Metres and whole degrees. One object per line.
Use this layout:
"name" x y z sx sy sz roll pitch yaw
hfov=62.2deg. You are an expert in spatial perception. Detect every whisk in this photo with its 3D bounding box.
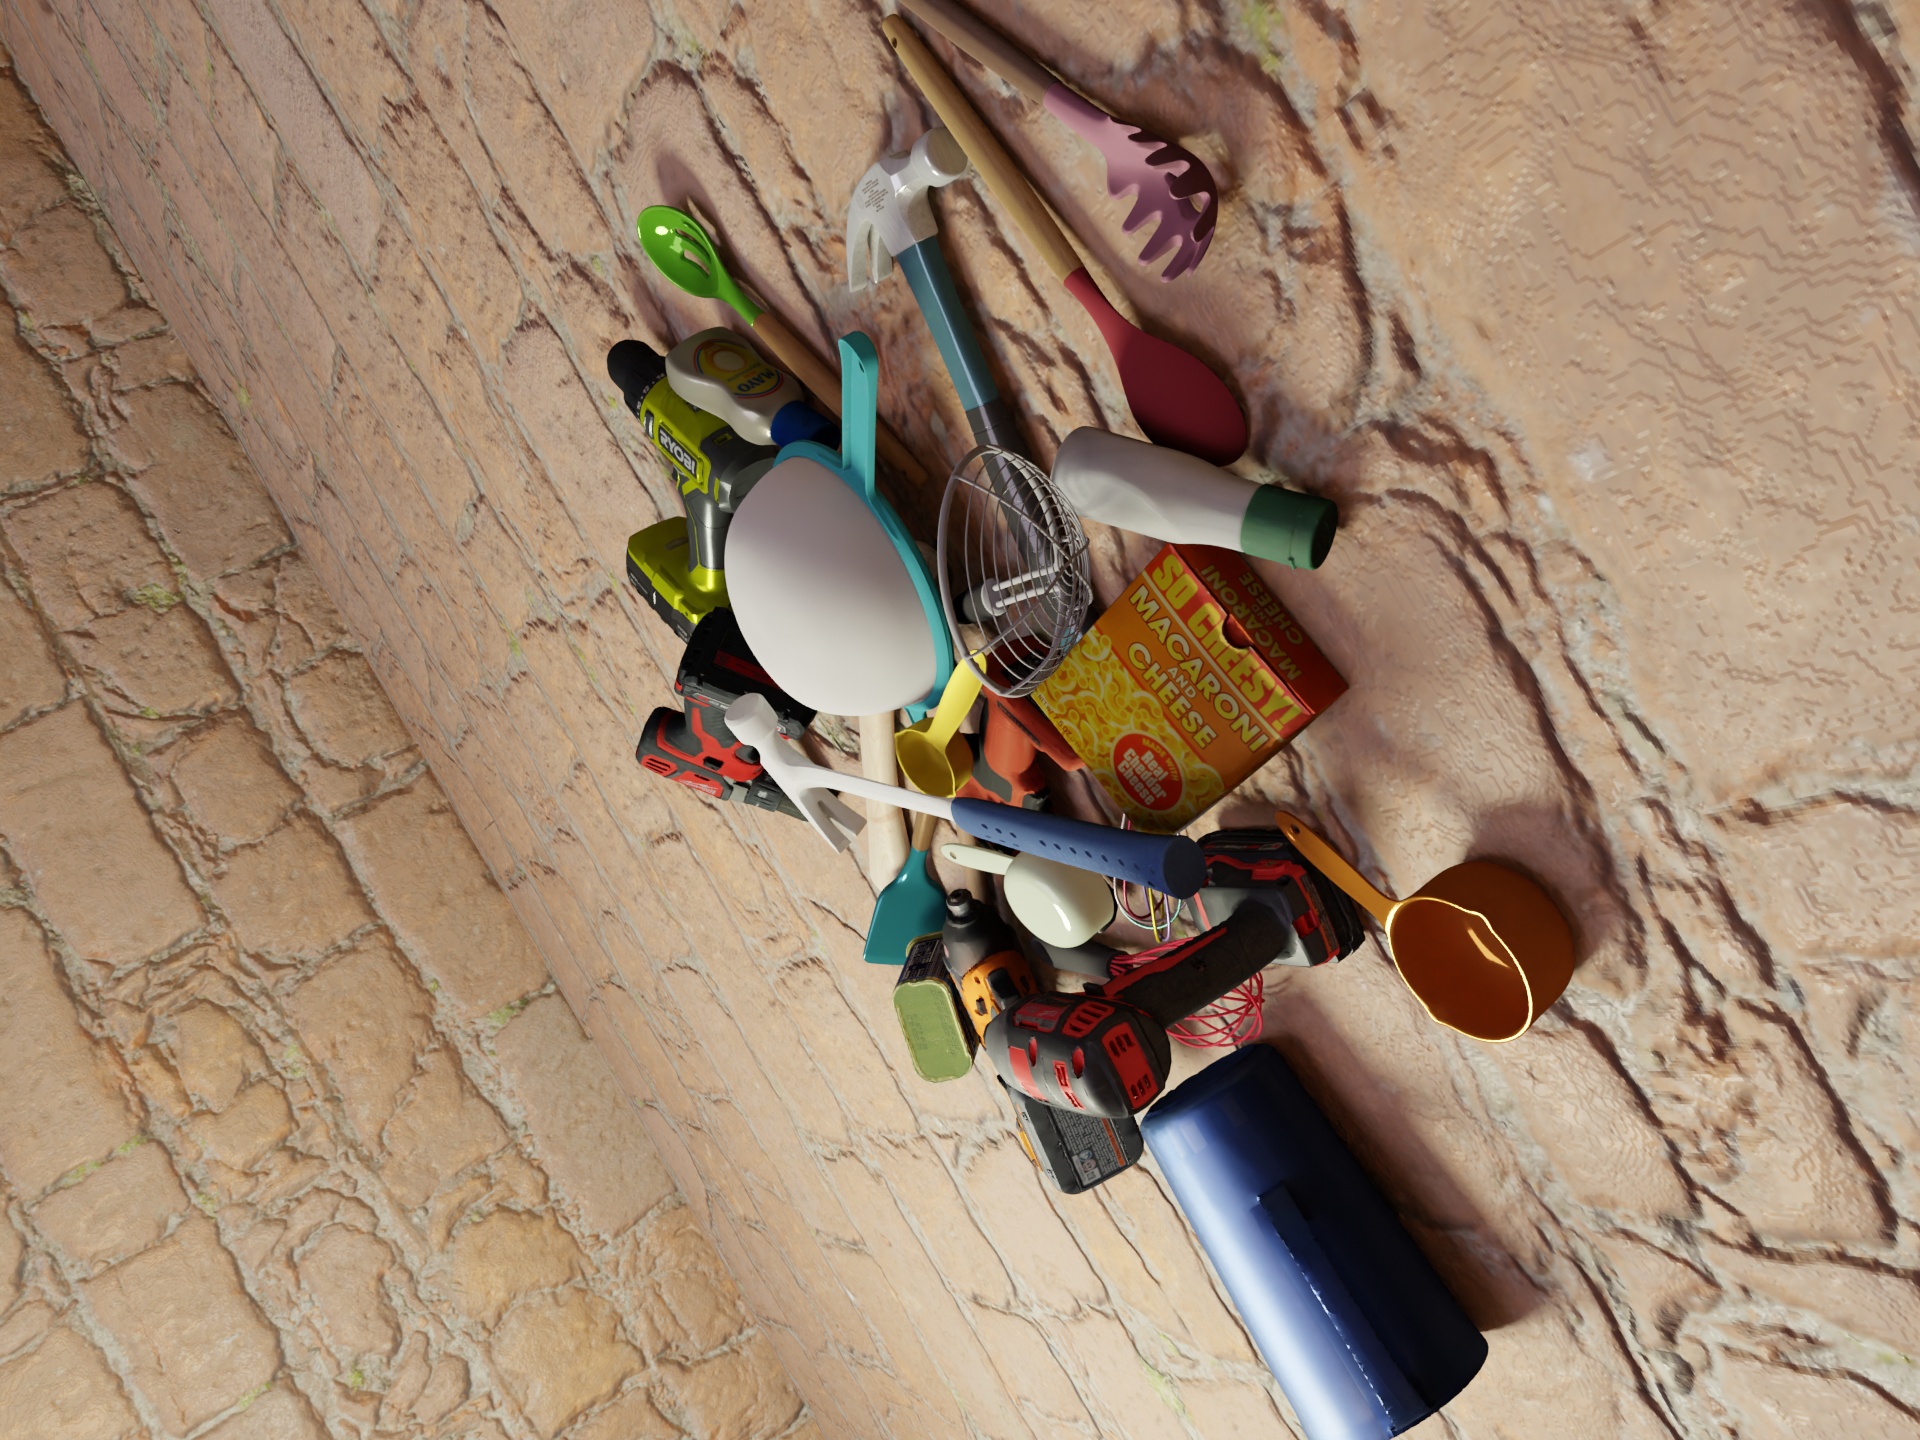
"whisk" 0.123 0.179 1.132 0.296 0.073 0.073 2 119 65
"whisk" 0.116 0.038 1.022 0.051 0.047 0.244 14 126 38

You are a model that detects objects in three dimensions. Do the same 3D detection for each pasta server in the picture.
"pasta server" 0.024 -0.329 0.811 0.316 0.040 0.060 46 161 25

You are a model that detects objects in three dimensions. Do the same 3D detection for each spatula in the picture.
"spatula" 0.023 0.179 1.332 0.060 0.018 0.315 36 146 46
"spatula" -0.026 0.094 1.299 0.317 0.082 0.044 102 165 -47

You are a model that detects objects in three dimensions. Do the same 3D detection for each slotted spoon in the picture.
"slotted spoon" -0.126 -0.267 1.132 0.314 0.031 0.070 46 150 20

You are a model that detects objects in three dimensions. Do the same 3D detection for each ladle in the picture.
"ladle" 0.048 -0.260 0.854 0.315 0.031 0.069 56 154 10

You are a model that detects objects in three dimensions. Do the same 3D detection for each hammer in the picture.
"hammer" -0.073 -0.011 1.286 0.146 0.038 0.410 41 148 33
"hammer" -0.003 0.063 1.057 0.406 0.035 0.144 11 144 48
"hammer" 0.019 -0.180 0.969 0.128 0.033 0.331 -2 115 58

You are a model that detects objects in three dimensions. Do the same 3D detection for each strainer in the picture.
"strainer" -0.098 -0.114 1.052 0.211 0.095 0.340 49 157 22

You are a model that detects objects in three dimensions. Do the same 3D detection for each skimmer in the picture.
"skimmer" 0.004 -0.076 0.927 0.363 0.090 0.127 -179 84 -80

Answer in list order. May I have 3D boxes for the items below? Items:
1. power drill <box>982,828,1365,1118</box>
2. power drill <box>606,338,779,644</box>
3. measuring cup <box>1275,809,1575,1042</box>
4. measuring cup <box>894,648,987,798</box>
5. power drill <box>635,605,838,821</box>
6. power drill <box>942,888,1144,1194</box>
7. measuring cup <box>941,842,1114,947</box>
"power drill" 0.117 0.149 0.930 0.143 0.219 0.078 -8 110 60
"power drill" -0.229 -0.190 1.325 0.191 0.080 0.228 44 146 26
"measuring cup" 0.246 0.092 0.846 0.174 0.052 0.095 43 148 32
"measuring cup" -0.002 -0.003 1.071 0.062 0.029 0.156 45 142 14
"power drill" -0.176 0.011 1.380 0.188 0.080 0.226 23 149 -8
"power drill" 0.049 0.234 1.217 0.164 0.084 0.227 68 172 -28
"measuring cup" 0.033 0.114 1.112 0.168 0.038 0.083 9 131 47
